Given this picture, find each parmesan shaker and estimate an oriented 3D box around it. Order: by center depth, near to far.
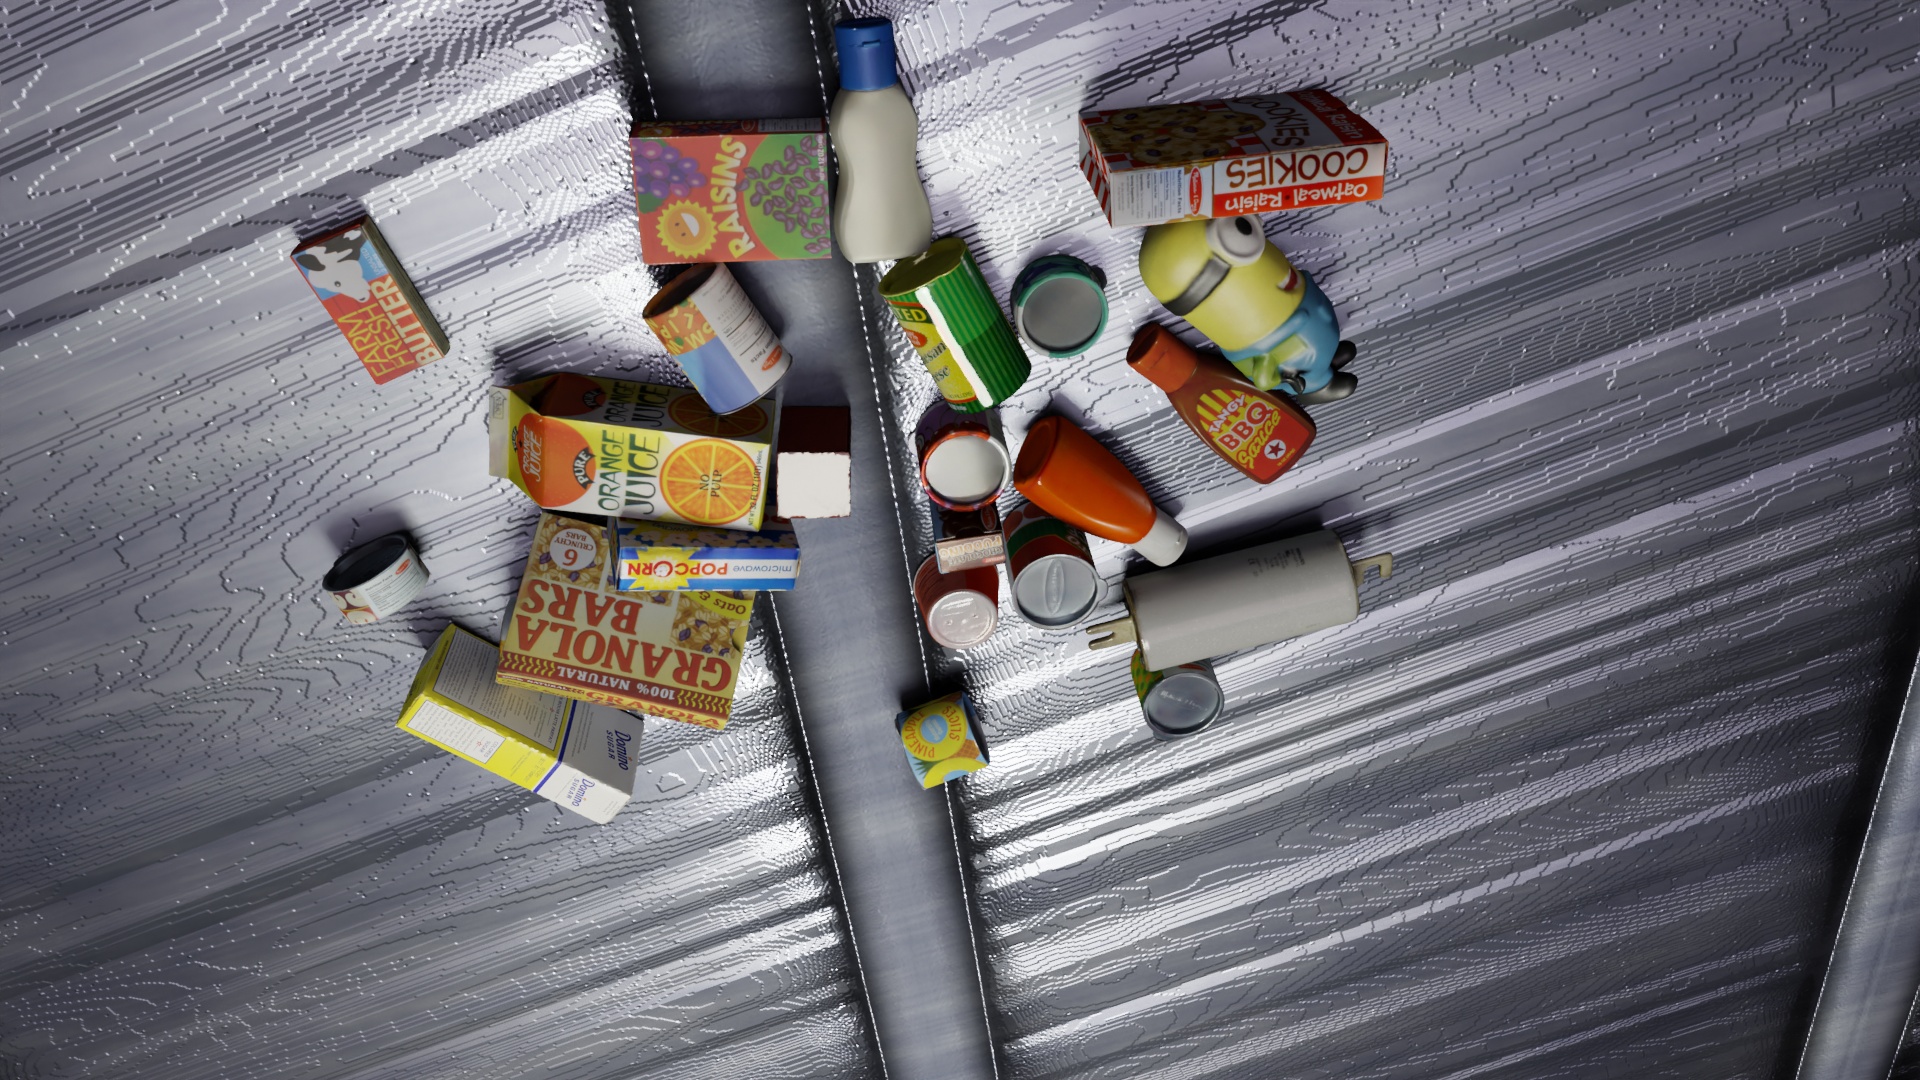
[{"bbox_3d":[-0.001,-0.144,0.944,0.071,0.071,0.102,-27,120,10],"label":"parmesan shaker"}]

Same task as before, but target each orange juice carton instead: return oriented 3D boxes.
[{"bbox_3d":[-0.229,-0.064,0.967,0.193,0.073,0.071,7,120,-9],"label":"orange juice carton"}]

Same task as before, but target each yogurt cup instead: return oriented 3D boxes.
[{"bbox_3d":[-0.001,0.047,1.069,0.072,0.054,0.072,-3,120,-5],"label":"yogurt cup"}]

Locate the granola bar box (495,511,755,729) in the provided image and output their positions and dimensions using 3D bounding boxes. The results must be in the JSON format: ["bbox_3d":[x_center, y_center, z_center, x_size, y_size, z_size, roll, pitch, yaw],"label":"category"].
[{"bbox_3d":[-0.239,0.059,1.013,0.166,0.124,0.039,14,156,-14],"label":"granola bar box"}]

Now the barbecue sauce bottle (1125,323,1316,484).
[{"bbox_3d":[0.186,-0.102,1.005,0.148,0.044,0.064,33,113,-22],"label":"barbecue sauce bottle"}]

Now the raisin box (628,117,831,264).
[{"bbox_3d":[-0.147,-0.227,0.898,0.123,0.040,0.085,-3,122,-5],"label":"raisin box"}]

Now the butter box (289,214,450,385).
[{"bbox_3d":[-0.390,-0.158,0.922,0.053,0.024,0.103,-21,121,6],"label":"butter box"}]

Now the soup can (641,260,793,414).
[{"bbox_3d":[-0.166,-0.136,0.936,0.071,0.072,0.083,-29,119,11],"label":"soup can"}]

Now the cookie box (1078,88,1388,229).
[{"bbox_3d":[0.166,-0.243,0.872,0.167,0.123,0.040,-7,122,-2],"label":"cookie box"}]

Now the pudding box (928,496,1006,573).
[{"bbox_3d":[0.004,-0.013,1.016,0.050,0.084,0.030,-9,122,-1],"label":"pudding box"}]

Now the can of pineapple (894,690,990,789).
[{"bbox_3d":[-0.014,0.161,1.128,0.058,0.071,0.070,-21,121,6],"label":"can of pineapple"}]

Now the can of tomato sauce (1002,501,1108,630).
[{"bbox_3d":[0.068,0.016,1.040,0.071,0.083,0.070,-3,121,-4],"label":"can of tomato sauce"}]

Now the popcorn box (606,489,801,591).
[{"bbox_3d":[-0.184,-0.002,0.990,0.127,0.085,0.038,1,122,-19],"label":"popcorn box"}]

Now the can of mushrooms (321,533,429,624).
[{"bbox_3d":[-0.424,0.027,1.007,0.071,0.071,0.033,-20,122,6],"label":"can of mushrooms"}]

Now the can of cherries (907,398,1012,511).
[{"bbox_3d":[-0.001,-0.061,1.001,0.071,0.058,0.071,-3,121,-5],"label":"can of cherries"}]

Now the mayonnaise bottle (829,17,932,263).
[{"bbox_3d":[-0.054,-0.255,0.890,0.065,0.041,0.147,-11,121,-12],"label":"mayonnaise bottle"}]

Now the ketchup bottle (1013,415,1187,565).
[{"bbox_3d":[0.108,-0.030,1.033,0.148,0.065,0.043,33,154,-28],"label":"ketchup bottle"}]

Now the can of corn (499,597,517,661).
[{"bbox_3d":[-0.311,0.079,1.048,0.058,0.071,0.070,4,121,-7],"label":"can of corn"}]

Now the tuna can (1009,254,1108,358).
[{"bbox_3d":[0.071,-0.163,0.963,0.071,0.033,0.070,-3,121,-4],"label":"tuna can"}]

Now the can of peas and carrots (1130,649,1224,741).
[{"bbox_3d":[0.174,0.119,1.127,0.071,0.059,0.070,-2,122,-4],"label":"can of peas and carrots"}]
